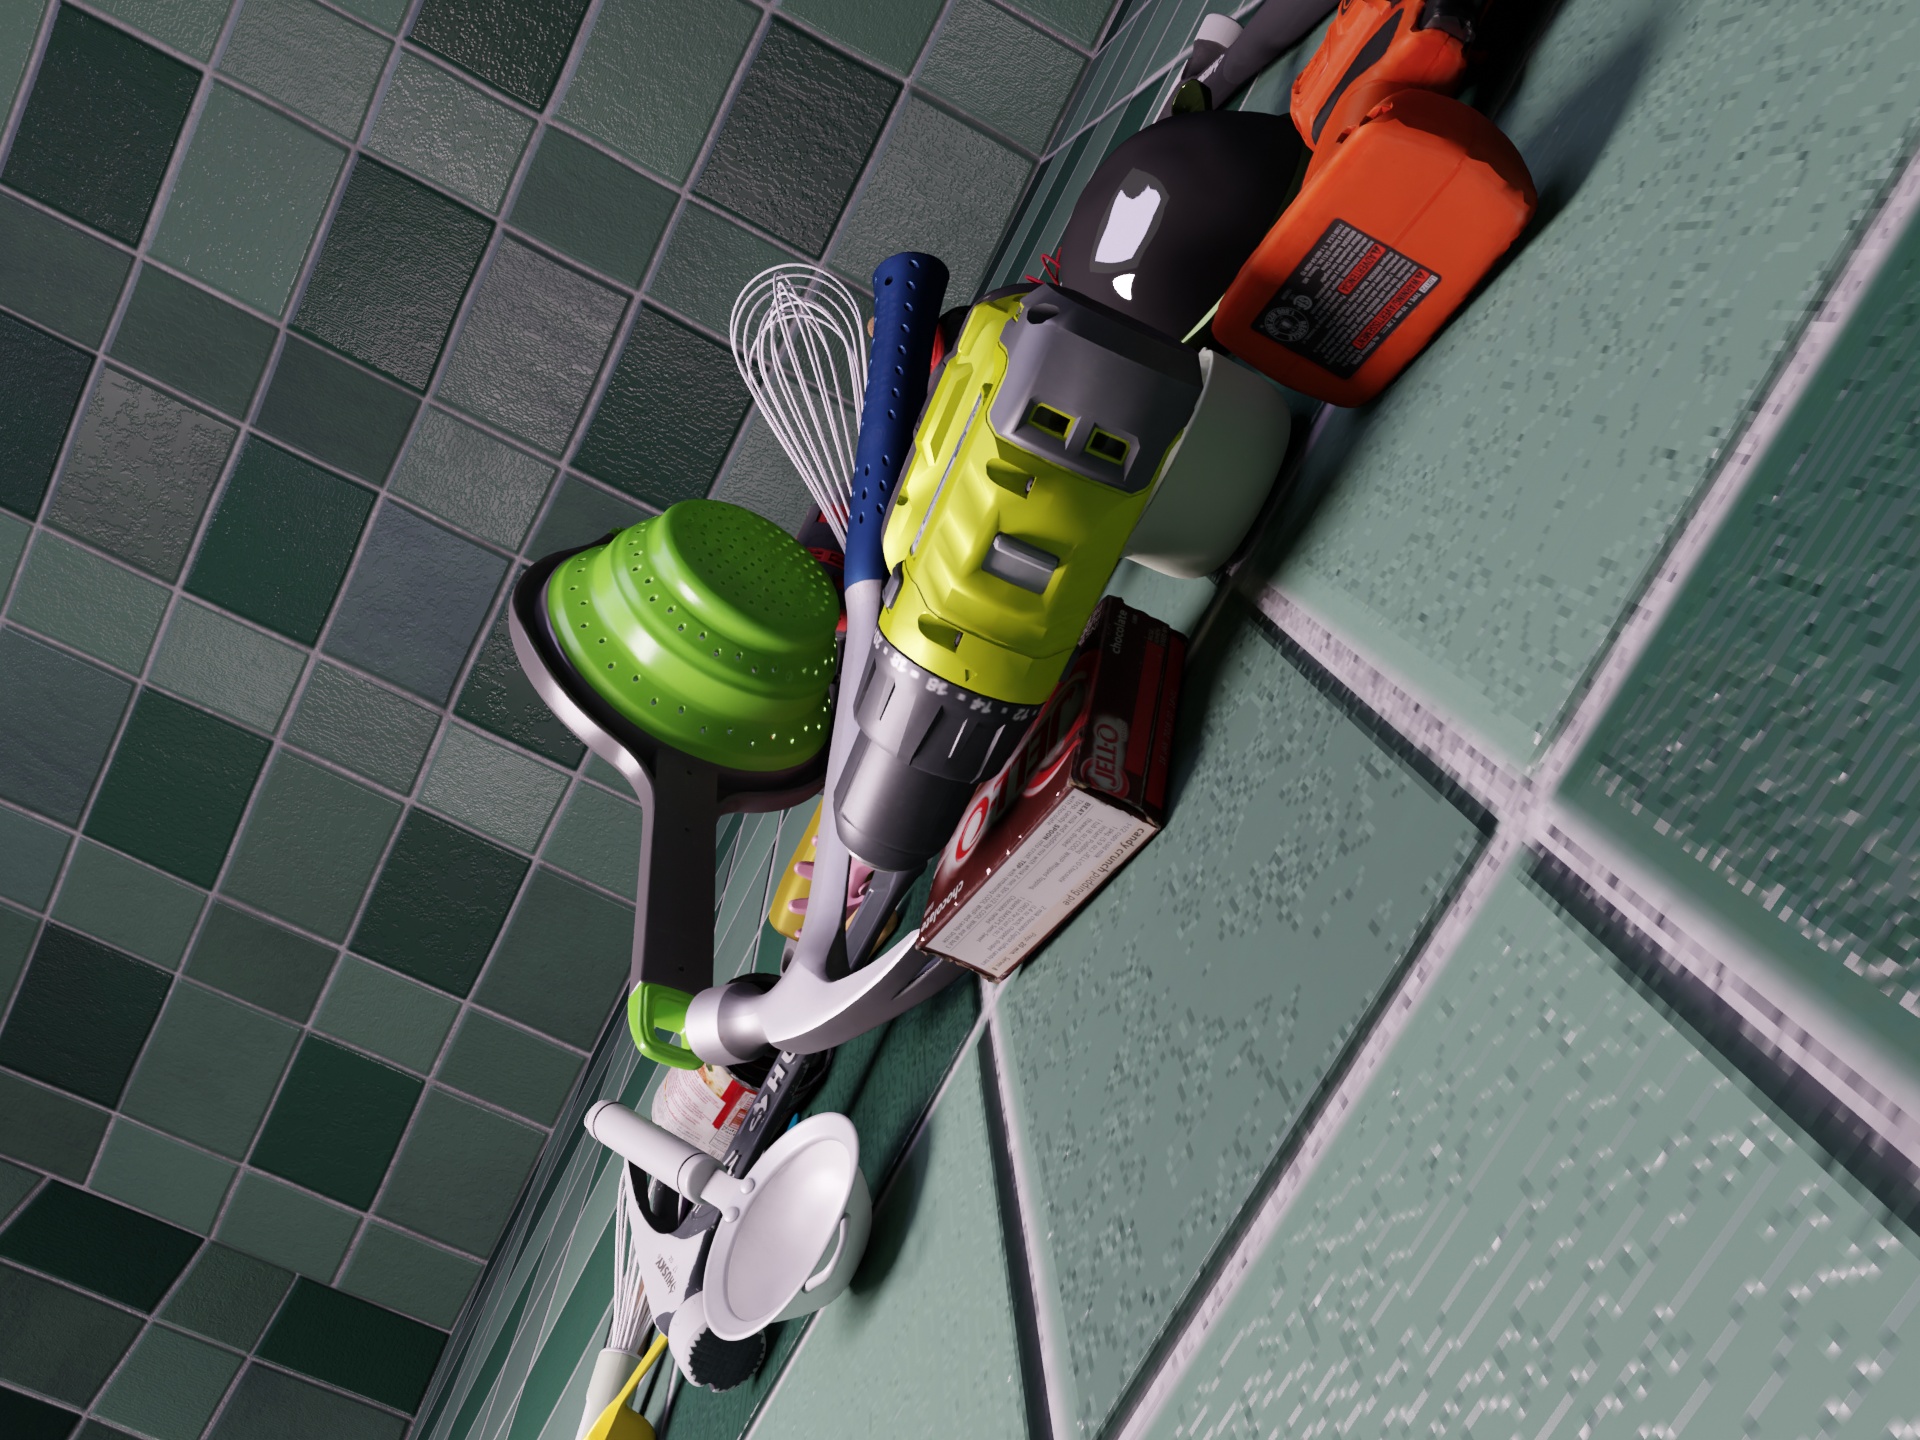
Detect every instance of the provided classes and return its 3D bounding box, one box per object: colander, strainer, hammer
[{"bbox_3d":[-0.125,-0.003,0.811,0.094,0.204,0.398,-51,29,29],"label":"colander"},{"bbox_3d":[-0.096,0.184,0.631,0.258,0.050,0.087,3,57,56],"label":"strainer"},{"bbox_3d":[-0.036,0.079,0.714,0.409,0.036,0.149,-61,27,-4],"label":"hammer"},{"bbox_3d":[0.096,-0.263,0.760,0.151,0.069,0.257,-43,26,36],"label":"strainer"},{"bbox_3d":[0.166,-0.385,0.926,0.146,0.035,0.335,-63,10,3],"label":"hammer"},{"bbox_3d":[-0.038,-0.051,0.723,0.144,0.035,0.406,-19,54,40],"label":"hammer"}]

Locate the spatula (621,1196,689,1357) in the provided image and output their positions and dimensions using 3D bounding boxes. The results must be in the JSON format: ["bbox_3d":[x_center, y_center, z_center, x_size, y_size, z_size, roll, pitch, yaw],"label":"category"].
[{"bbox_3d":[-0.189,0.342,0.969,0.059,0.018,0.316,-60,9,27],"label":"spatula"}]

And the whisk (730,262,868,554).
[{"bbox_3d":[-0.054,-0.103,0.854,0.070,0.070,0.284,-102,-5,-75],"label":"whisk"}]

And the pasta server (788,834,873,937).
[{"bbox_3d":[-0.001,-0.003,0.808,0.316,0.040,0.060,-57,33,28],"label":"pasta server"}]

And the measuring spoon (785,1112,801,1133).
[{"bbox_3d":[-0.108,0.247,0.764,0.042,0.021,0.129,-45,23,63],"label":"measuring spoon"}]

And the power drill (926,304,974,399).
[{"bbox_3d":[0.001,-0.120,0.912,0.227,0.080,0.188,175,95,-81],"label":"power drill"}]

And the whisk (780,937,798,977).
[{"bbox_3d":[-0.066,0.053,0.988,0.055,0.055,0.239,147,144,-72],"label":"whisk"}]

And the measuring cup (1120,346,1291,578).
[{"bbox_3d":[0.078,-0.079,0.594,0.167,0.038,0.083,134,160,-79],"label":"measuring cup"}]

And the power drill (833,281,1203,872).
[{"bbox_3d":[0.012,-0.065,0.572,0.229,0.080,0.190,-85,19,-69],"label":"power drill"}]

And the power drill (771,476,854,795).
[{"bbox_3d":[-0.086,-0.061,1.108,0.219,0.078,0.143,100,-174,-47],"label":"power drill"}]

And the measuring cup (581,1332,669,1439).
[{"bbox_3d":[-0.143,0.323,0.783,0.156,0.029,0.062,-55,6,-19],"label":"measuring cup"}]

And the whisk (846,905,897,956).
[{"bbox_3d":[-0.099,0.166,0.877,0.245,0.047,0.051,-51,14,42],"label":"whisk"}]

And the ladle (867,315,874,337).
[{"bbox_3d":[0.007,-0.241,1.000,0.078,0.062,0.320,-51,-12,21],"label":"ladle"}]

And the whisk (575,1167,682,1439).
[{"bbox_3d":[-0.182,0.337,0.863,0.057,0.059,0.247,109,175,-52],"label":"whisk"}]

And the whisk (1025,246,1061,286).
[{"bbox_3d":[0.085,-0.231,0.900,0.073,0.073,0.296,-62,16,12],"label":"whisk"}]
